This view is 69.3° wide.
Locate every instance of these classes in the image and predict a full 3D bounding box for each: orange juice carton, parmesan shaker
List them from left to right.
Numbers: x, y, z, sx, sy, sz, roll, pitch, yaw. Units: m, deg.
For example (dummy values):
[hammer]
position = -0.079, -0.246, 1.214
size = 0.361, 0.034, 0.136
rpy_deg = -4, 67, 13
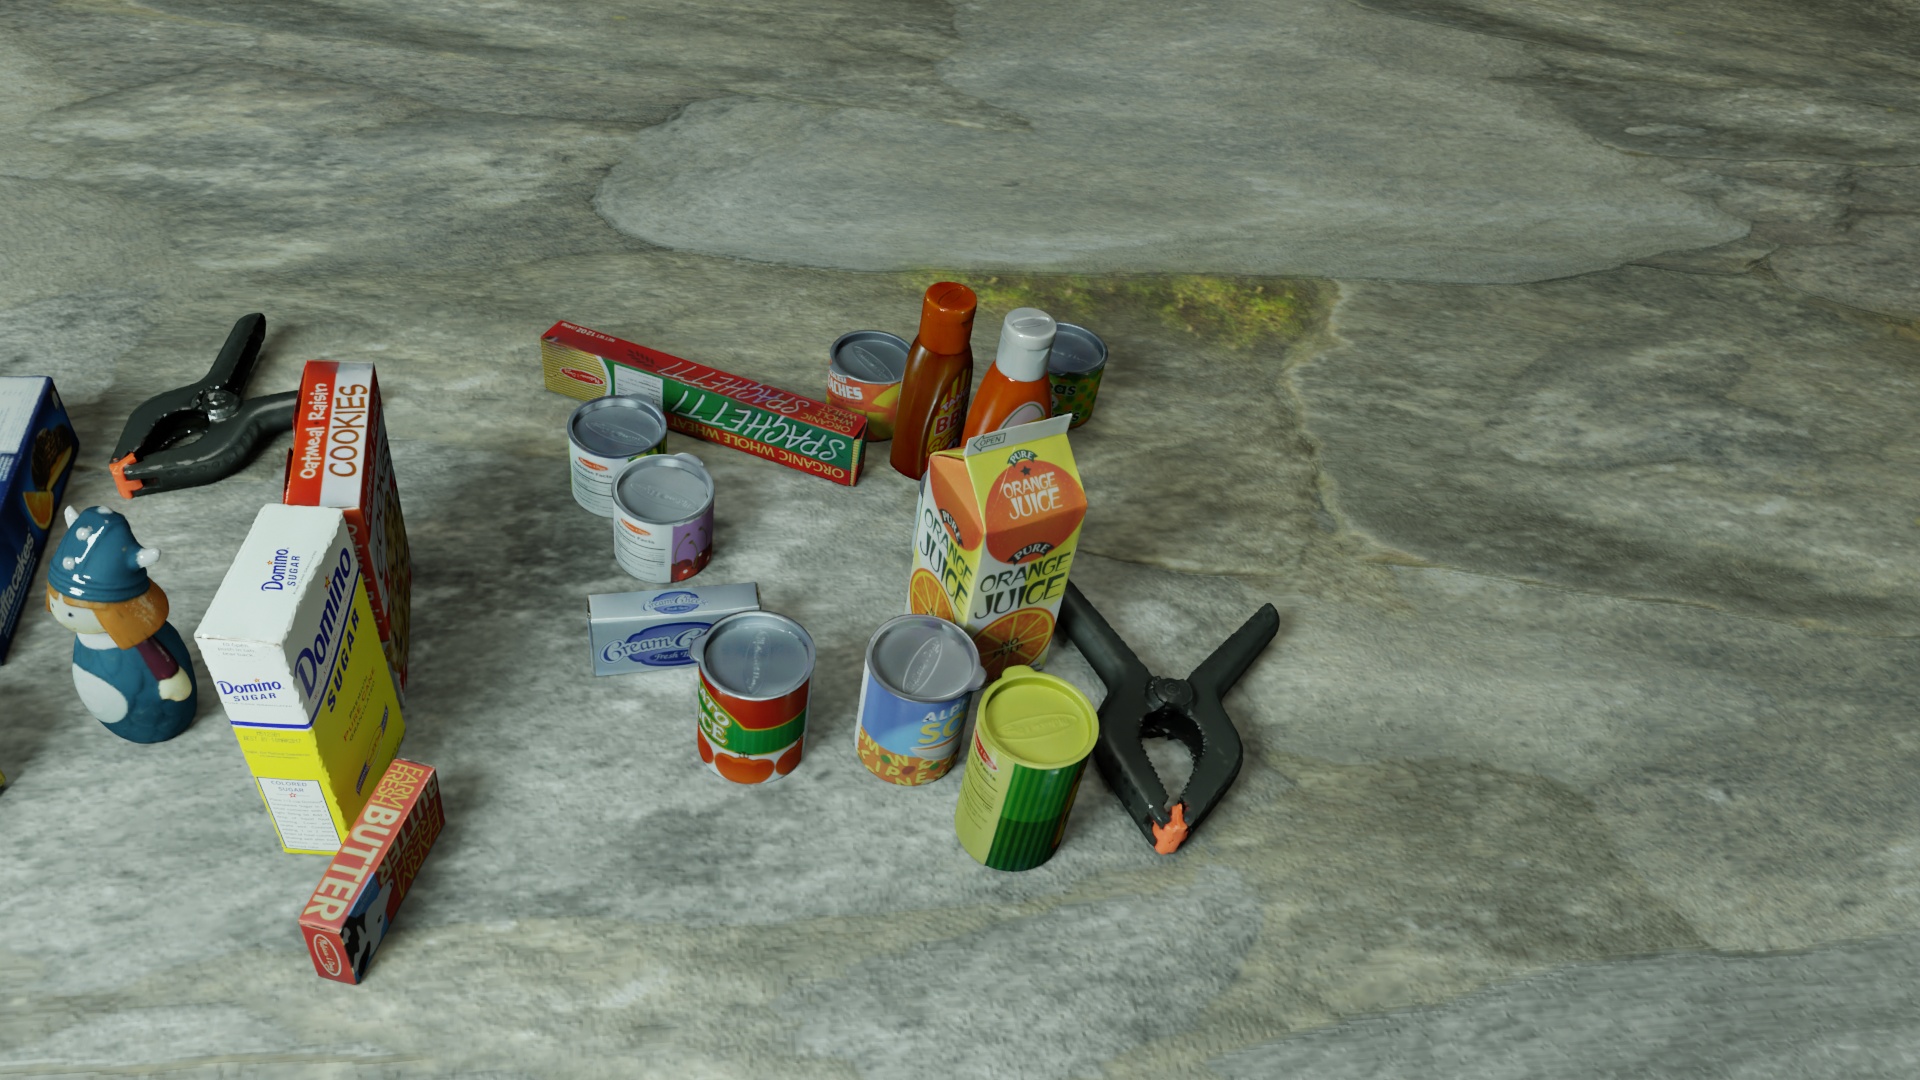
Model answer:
[orange juice carton]
position = 0.021, 0.002, 0.851
size = 0.072, 0.191, 0.073
rpy_deg = -15, 50, -24
[parmesan shaker]
position = 0.035, 0.130, 0.787
size = 0.071, 0.102, 0.072
rpy_deg = 6, 44, -5

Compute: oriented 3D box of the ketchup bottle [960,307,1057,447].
[ketchup bottle]
position = 0.037, -0.095, 0.985
size = 0.065, 0.148, 0.044
rpy_deg = -13, 49, -23

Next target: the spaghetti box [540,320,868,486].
[spaghetti box]
position = -0.187, -0.100, 1.017
size = 0.250, 0.049, 0.029
rpy_deg = 18, 44, 7

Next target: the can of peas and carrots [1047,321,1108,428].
[can of peas and carrots]
position = 0.077, -0.128, 1.091
size = 0.071, 0.058, 0.071
rpy_deg = 6, 44, -5

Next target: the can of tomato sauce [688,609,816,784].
[can of tomato sauce]
position = -0.122, 0.092, 0.809
size = 0.071, 0.082, 0.071
rpy_deg = 6, 44, -5

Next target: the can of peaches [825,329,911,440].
[can of peaches]
position = -0.070, -0.116, 1.051
size = 0.071, 0.057, 0.071
rpy_deg = 6, 44, -5

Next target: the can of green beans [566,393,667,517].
[can of green beans]
position = -0.236, -0.058, 0.958
size = 0.071, 0.057, 0.071
rpy_deg = 6, 44, -5

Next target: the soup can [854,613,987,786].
[soup can]
position = -0.025, 0.097, 0.824
size = 0.071, 0.083, 0.072
rpy_deg = 6, 44, -5

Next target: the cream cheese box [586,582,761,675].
[cream cheese box]
position = -0.176, 0.055, 0.858
size = 0.104, 0.053, 0.024
rpy_deg = -4, 46, -15

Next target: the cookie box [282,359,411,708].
[cookie box]
position = -0.349, -0.001, 0.800
size = 0.040, 0.166, 0.123
rpy_deg = -4, 46, -15

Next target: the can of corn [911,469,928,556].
[can of corn]
position = 0.003, -0.012, 0.958
size = 0.071, 0.058, 0.071
rpy_deg = 6, 44, -5

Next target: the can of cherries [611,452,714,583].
[can of cherries]
position = -0.195, -0.015, 0.923
size = 0.071, 0.058, 0.072
rpy_deg = 6, 44, -5

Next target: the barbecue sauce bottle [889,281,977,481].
[barbecue sauce bottle]
position = -0.017, -0.115, 0.995
size = 0.044, 0.147, 0.065
rpy_deg = 30, 47, 19

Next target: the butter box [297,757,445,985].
[butter box]
position = -0.302, 0.169, 0.717
size = 0.024, 0.052, 0.104
rpy_deg = 13, 44, 2
